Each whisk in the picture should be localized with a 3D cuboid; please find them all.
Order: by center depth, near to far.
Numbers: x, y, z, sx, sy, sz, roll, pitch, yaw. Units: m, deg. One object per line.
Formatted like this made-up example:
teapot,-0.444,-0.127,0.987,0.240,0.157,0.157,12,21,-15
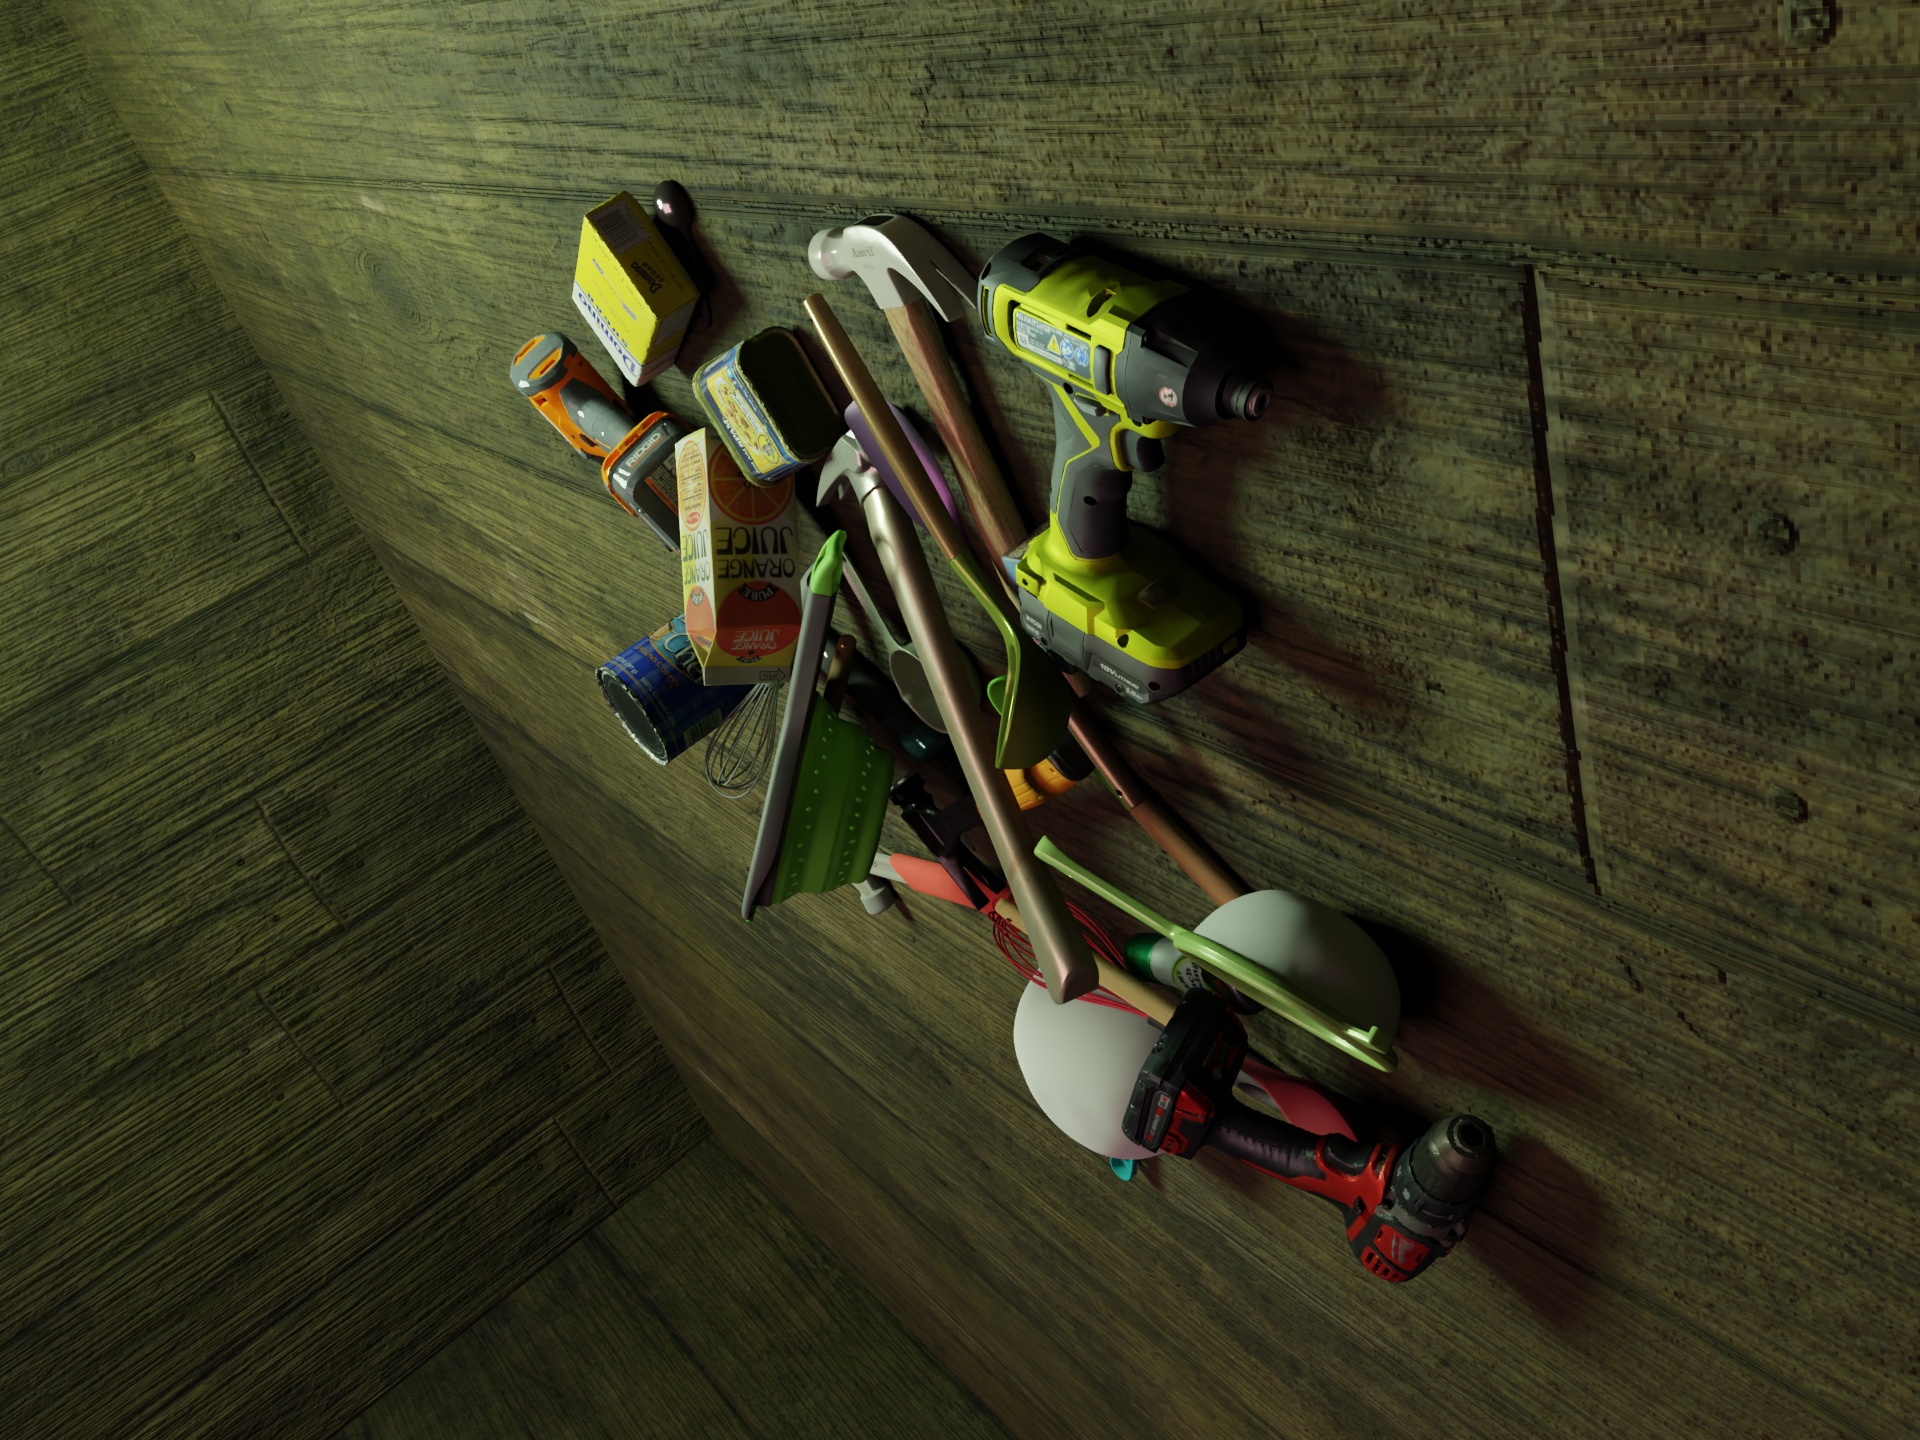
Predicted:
whisk,0.137,0.216,1.237,0.296,0.073,0.073,31,148,31
whisk,-0.156,-0.033,1.332,0.055,0.055,0.239,42,119,26

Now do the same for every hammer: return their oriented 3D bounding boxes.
hammer,0.012,-0.154,0.989,0.130,0.031,0.331,17,137,56
hammer,-0.002,-0.003,1.089,0.411,0.038,0.146,69,159,5
hammer,0.032,0.065,1.184,0.127,0.034,0.337,51,159,0
hammer,-0.129,-0.072,1.374,0.331,0.033,0.128,43,156,25
hammer,-0.038,0.138,1.488,0.359,0.037,0.149,5,127,62

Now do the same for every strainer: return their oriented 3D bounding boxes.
strainer,0.167,0.121,0.982,0.256,0.069,0.151,31,174,20
strainer,0.117,0.338,1.391,0.211,0.095,0.340,38,151,33

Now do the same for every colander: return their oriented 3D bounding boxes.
colander,-0.091,0.016,1.218,0.094,0.205,0.396,13,137,-5

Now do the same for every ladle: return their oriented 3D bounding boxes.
ladle,-0.024,-0.117,0.969,0.320,0.062,0.078,61,174,5
ladle,0.158,0.219,1.152,0.315,0.031,0.069,32,146,14

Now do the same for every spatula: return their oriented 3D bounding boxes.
spatula,0.025,-0.075,1.012,0.316,0.018,0.060,56,147,-3

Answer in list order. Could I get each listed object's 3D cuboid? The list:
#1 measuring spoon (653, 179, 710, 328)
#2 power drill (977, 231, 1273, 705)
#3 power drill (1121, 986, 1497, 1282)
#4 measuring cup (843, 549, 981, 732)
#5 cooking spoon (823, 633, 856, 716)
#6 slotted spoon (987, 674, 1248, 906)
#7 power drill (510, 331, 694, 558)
measuring spoon,-0.204,-0.336,1.166,0.034,0.018,0.124,39,154,32
power drill,0.089,-0.124,0.828,0.171,0.080,0.223,36,148,37
power drill,0.230,0.268,1.040,0.227,0.080,0.187,28,145,16
measuring cup,-0.040,-0.070,1.201,0.167,0.038,0.083,58,157,-5
cooking spoon,-0.115,-0.004,1.376,0.069,0.017,0.318,52,159,11
slotted spoon,0.137,0.074,1.075,0.314,0.031,0.070,45,156,16
power drill,-0.280,-0.230,1.369,0.227,0.084,0.164,41,174,37
